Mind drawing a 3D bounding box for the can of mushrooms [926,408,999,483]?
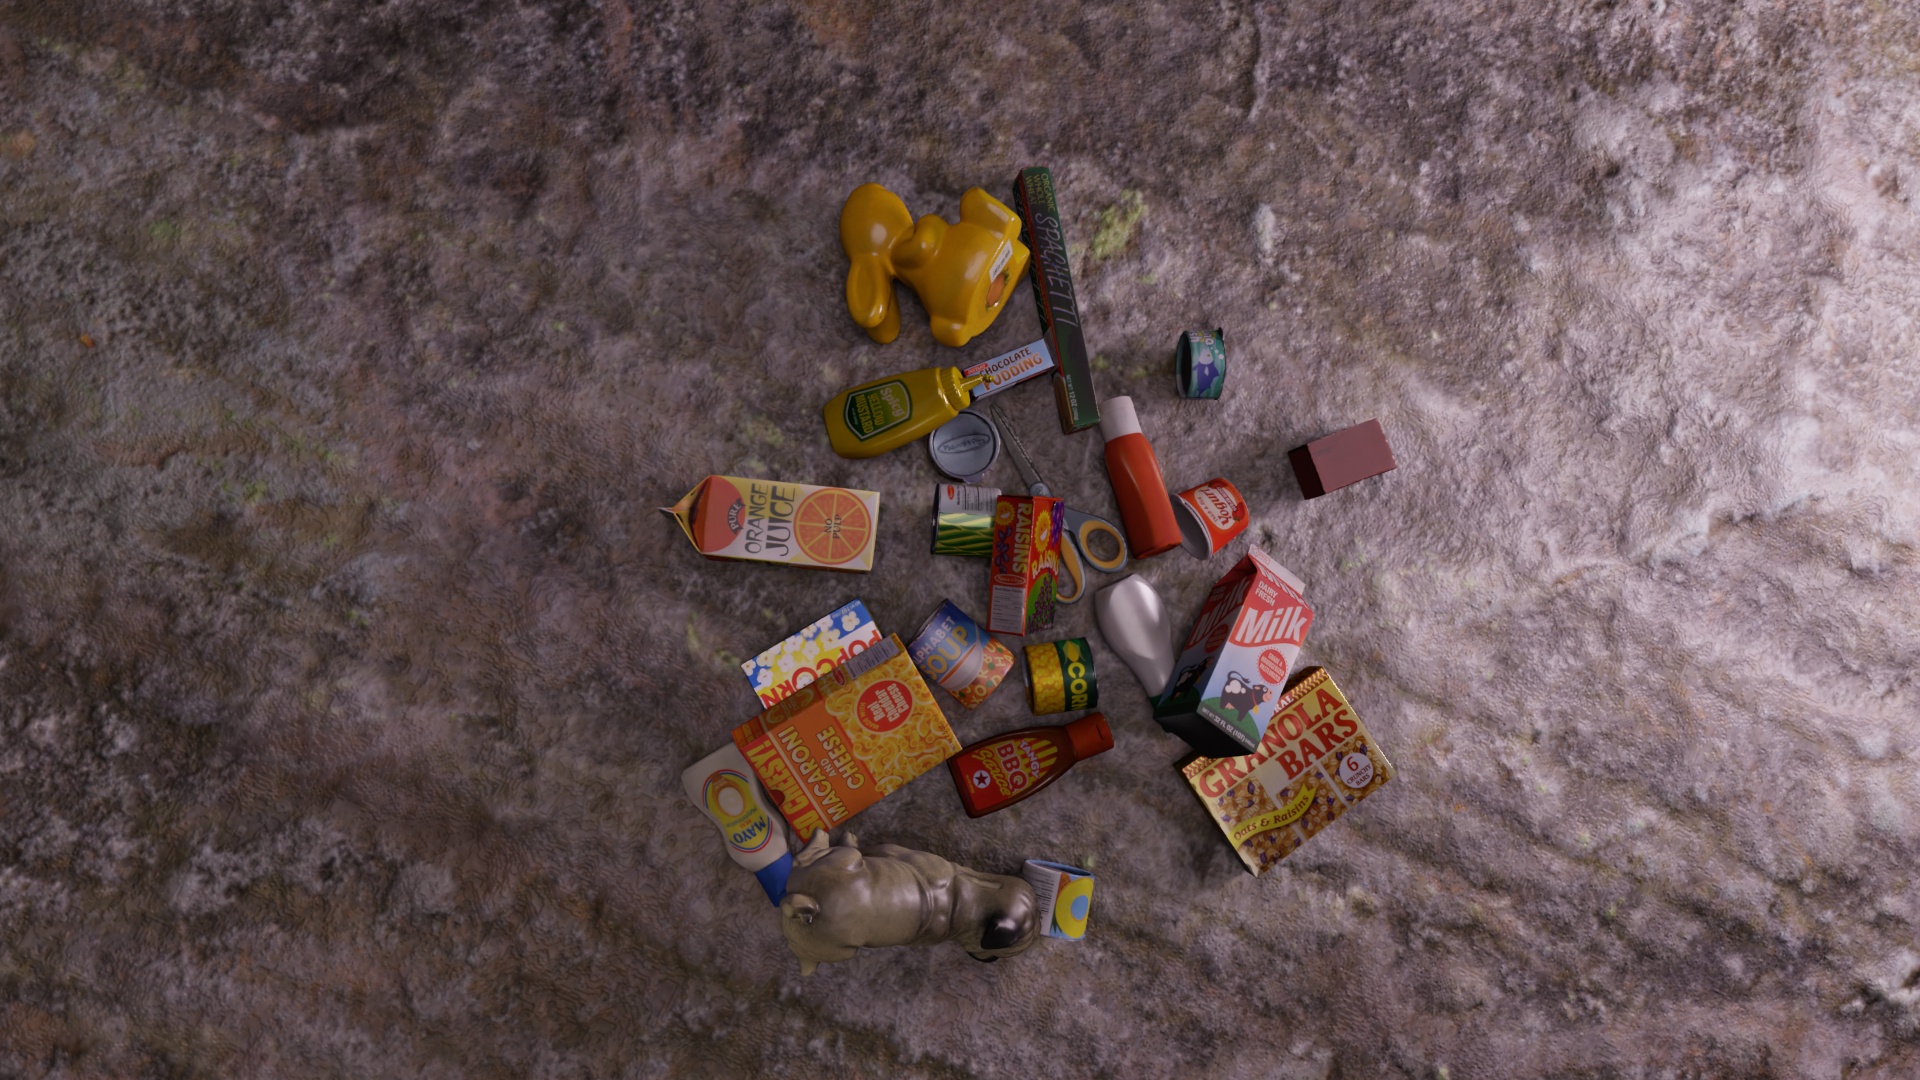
[{"bbox_3d":[0.002,-0.086,1.292,0.071,0.033,0.071,1,85,-6],"label":"can of mushrooms"}]

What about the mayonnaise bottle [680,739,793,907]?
[{"bbox_3d":[-0.188,0.255,1.240,0.065,0.041,0.148,-31,88,-6],"label":"mayonnaise bottle"}]

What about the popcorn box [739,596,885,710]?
[{"bbox_3d":[-0.125,0.118,1.259,0.127,0.038,0.085,-30,90,-7],"label":"popcorn box"}]

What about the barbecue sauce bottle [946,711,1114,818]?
[{"bbox_3d":[0.066,0.199,1.269,0.149,0.043,0.065,-20,80,-7],"label":"barbecue sauce bottle"}]

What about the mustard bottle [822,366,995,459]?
[{"bbox_3d":[-0.044,-0.124,1.259,0.160,0.049,0.065,-20,78,14],"label":"mustard bottle"}]

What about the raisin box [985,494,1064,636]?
[{"bbox_3d":[0.059,0.021,1.252,0.040,0.086,0.123,5,92,22],"label":"raisin box"}]

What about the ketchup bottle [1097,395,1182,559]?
[{"bbox_3d":[0.162,-0.059,1.293,0.043,0.064,0.149,-13,80,-15],"label":"ketchup bottle"}]

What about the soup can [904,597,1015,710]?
[{"bbox_3d":[-0.002,0.104,1.257,0.084,0.071,0.071,40,83,-2],"label":"soup can"}]

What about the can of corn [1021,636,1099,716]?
[{"bbox_3d":[0.090,0.125,1.264,0.058,0.071,0.071,-8,86,-5],"label":"can of corn"}]

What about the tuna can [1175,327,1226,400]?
[{"bbox_3d":[0.225,-0.167,1.303,0.033,0.071,0.071,-1,86,-5],"label":"tuna can"}]

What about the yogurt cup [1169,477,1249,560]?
[{"bbox_3d":[0.232,-0.023,1.296,0.054,0.072,0.072,-30,89,-15],"label":"yogurt cup"}]

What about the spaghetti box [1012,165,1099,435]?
[{"bbox_3d":[0.089,-0.226,1.304,0.029,0.050,0.250,-11,86,-8],"label":"spaghetti box"}]

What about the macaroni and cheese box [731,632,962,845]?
[{"bbox_3d":[-0.099,0.176,1.227,0.167,0.040,0.123,-31,119,-6],"label":"macaroni and cheese box"}]

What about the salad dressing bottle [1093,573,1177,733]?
[{"bbox_3d":[0.175,0.105,1.289,0.064,0.044,0.147,-25,89,-13],"label":"salad dressing bottle"}]

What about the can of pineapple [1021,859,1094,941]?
[{"bbox_3d":[0.085,0.323,1.251,0.071,0.071,0.058,12,84,-5],"label":"can of pineapple"}]

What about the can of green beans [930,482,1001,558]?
[{"bbox_3d":[0.005,-0.018,1.270,0.058,0.071,0.071,5,85,-6],"label":"can of green beans"}]

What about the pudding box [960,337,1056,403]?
[{"bbox_3d":[0.043,-0.157,1.294,0.084,0.049,0.030,-22,90,-6],"label":"pudding box"}]

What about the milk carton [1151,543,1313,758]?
[{"bbox_3d":[0.256,0.097,1.263,0.072,0.073,0.191,36,65,-14],"label":"milk carton"}]

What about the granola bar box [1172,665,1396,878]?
[{"bbox_3d":[0.301,0.214,1.294,0.166,0.039,0.124,-34,89,-7],"label":"granola bar box"}]

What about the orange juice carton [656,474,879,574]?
[{"bbox_3d":[-0.172,-0.015,1.249,0.193,0.071,0.073,6,84,-6],"label":"orange juice carton"}]
